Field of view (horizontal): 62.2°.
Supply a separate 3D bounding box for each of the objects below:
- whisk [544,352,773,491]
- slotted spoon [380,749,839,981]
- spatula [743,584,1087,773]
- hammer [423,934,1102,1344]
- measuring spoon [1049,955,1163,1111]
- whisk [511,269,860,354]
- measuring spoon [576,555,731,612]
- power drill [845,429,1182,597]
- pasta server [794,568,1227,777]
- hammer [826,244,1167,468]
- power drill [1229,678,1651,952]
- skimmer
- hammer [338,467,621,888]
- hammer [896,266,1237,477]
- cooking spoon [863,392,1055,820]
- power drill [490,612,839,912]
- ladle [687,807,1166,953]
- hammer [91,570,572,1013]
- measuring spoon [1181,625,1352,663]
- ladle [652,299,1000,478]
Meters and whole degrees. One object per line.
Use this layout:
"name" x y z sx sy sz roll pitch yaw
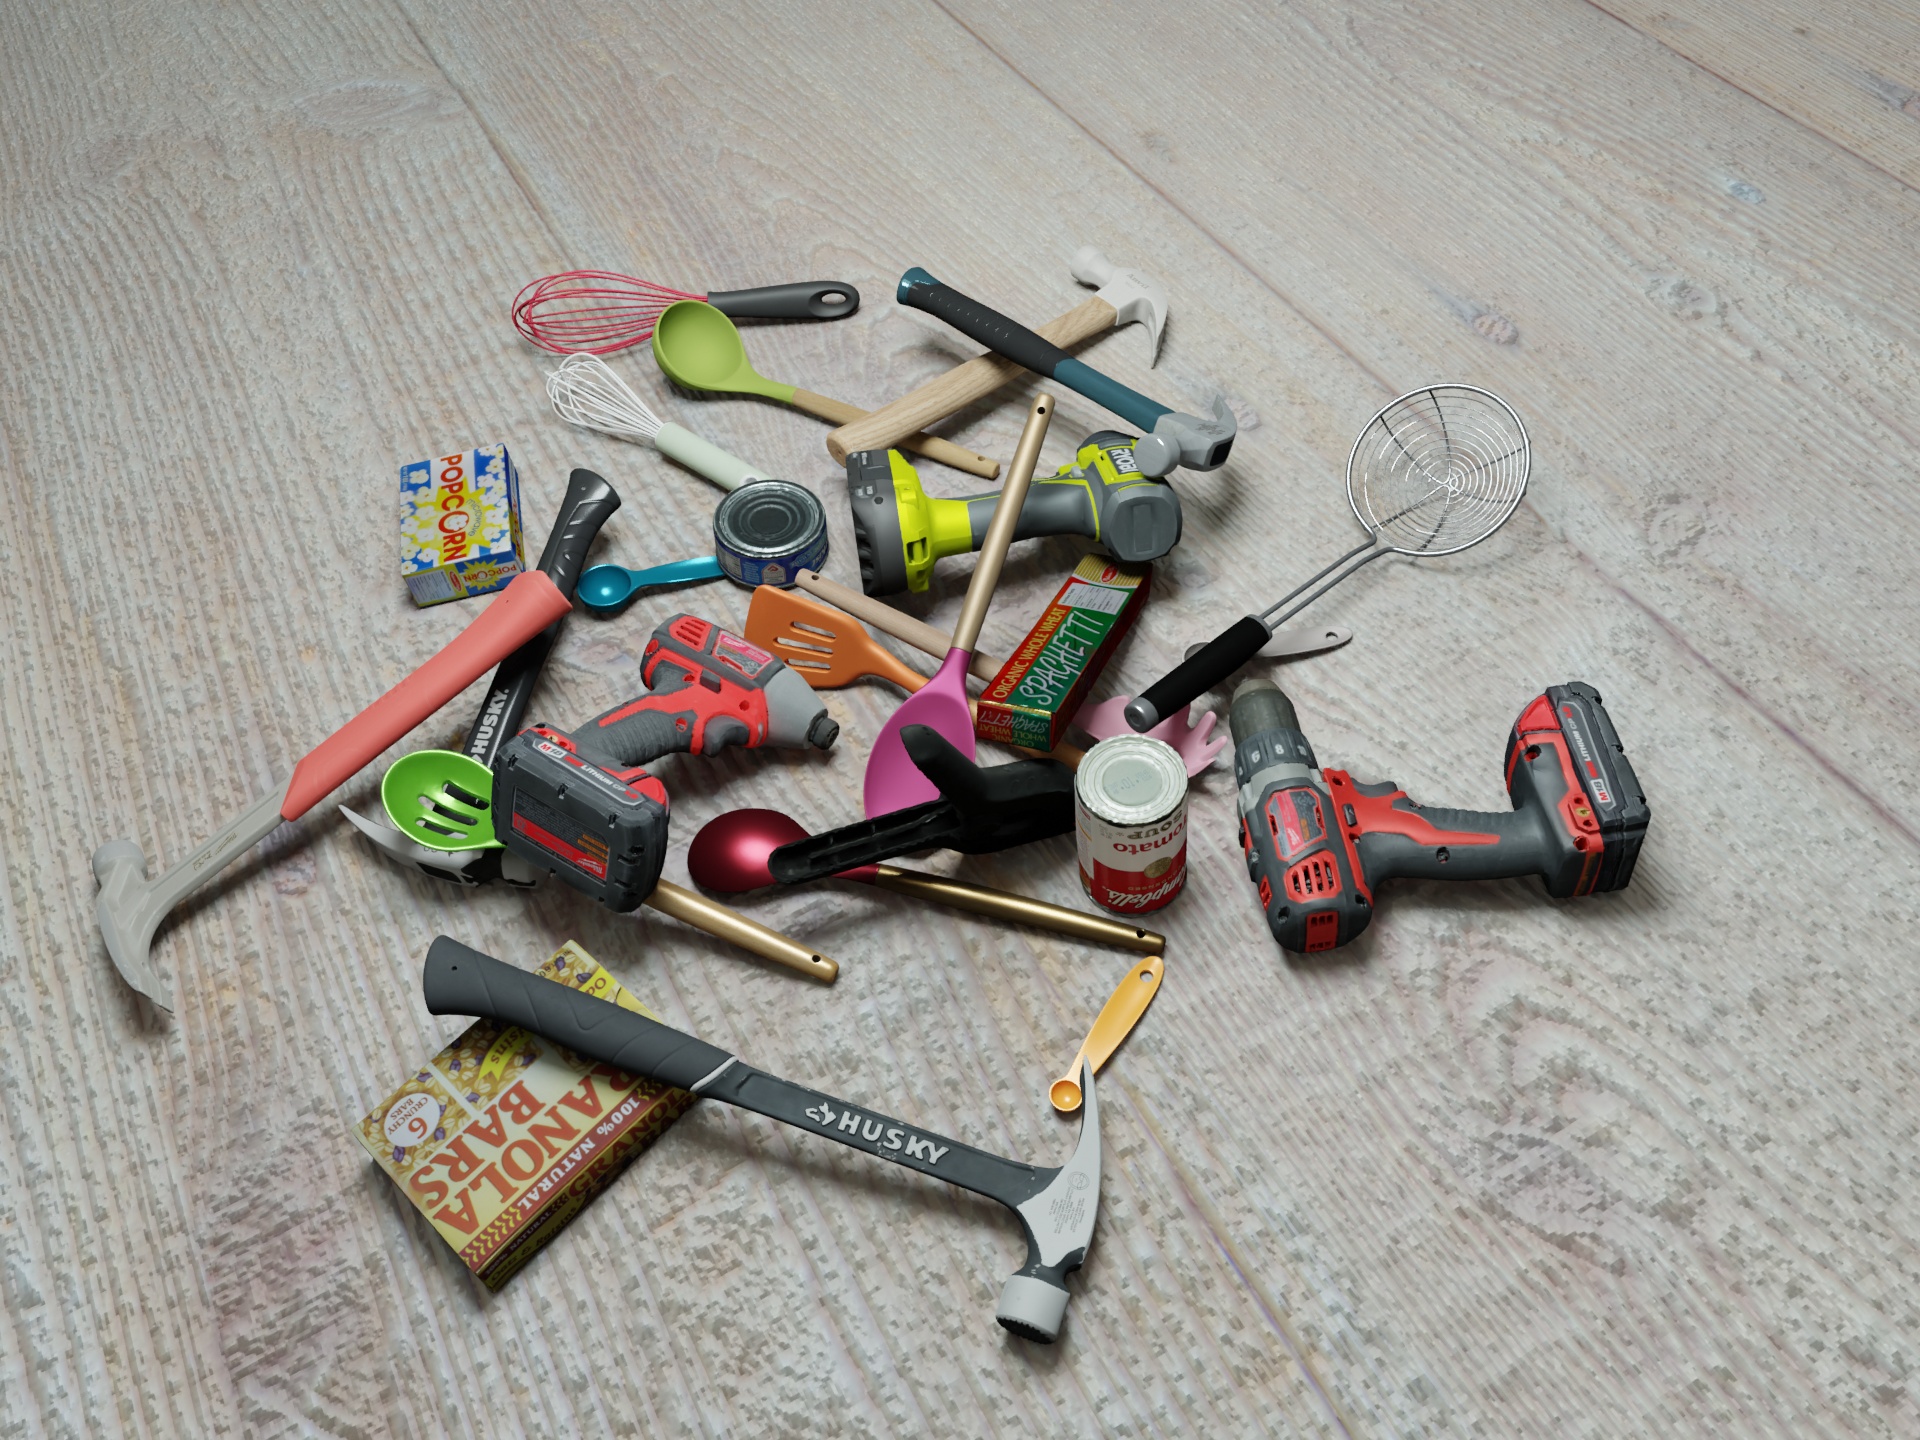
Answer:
"whisk" -0.241 -0.230 1.272 0.246 0.059 0.058 31 98 23
"slotted spoon" -0.219 0.097 0.994 0.314 0.031 0.070 22 52 9
"spatula" -0.002 -0.003 1.062 0.323 0.081 0.041 25 35 19
"hammer" -0.116 0.199 0.886 0.409 0.036 0.149 18 60 10
"measuring spoon" 0.087 0.183 0.931 0.021 0.011 0.117 28 57 20
"whisk" -0.233 -0.352 1.356 0.296 0.073 0.073 -4 52 -2
"measuring spoon" -0.221 -0.103 1.189 0.128 0.021 0.042 -11 53 -13
"power drill" 0.033 -0.158 1.146 0.223 0.080 0.171 -8 29 -2
"pasta server" 0.026 -0.037 1.063 0.316 0.040 0.060 27 49 14
"hammer" 0.035 -0.280 1.260 0.331 0.031 0.130 -34 58 -26
"power drill" 0.280 0.040 0.977 0.226 0.080 0.188 -10 52 3
"skimmer" 0.242 -0.111 1.067 0.363 0.090 0.127 -34 58 -28
"hammer" -0.313 -0.042 1.117 0.146 0.035 0.335 6 60 12
"hammer" 0.068 -0.267 1.187 0.128 0.033 0.331 -17 43 -43
"cooking spoon" 0.009 -0.069 1.043 0.069 0.017 0.319 17 81 8
"power drill" -0.182 0.018 1.018 0.143 0.078 0.220 27 39 13
"ladle" -0.027 0.104 0.995 0.315 0.031 0.069 12 50 14
"hammer" -0.404 0.029 1.044 0.359 0.036 0.149 -39 49 -8
"measuring spoon" 0.210 -0.045 1.091 0.124 0.018 0.034 -11 51 -10
"ladle" -0.110 -0.260 1.269 0.320 0.062 0.078 24 55 20
